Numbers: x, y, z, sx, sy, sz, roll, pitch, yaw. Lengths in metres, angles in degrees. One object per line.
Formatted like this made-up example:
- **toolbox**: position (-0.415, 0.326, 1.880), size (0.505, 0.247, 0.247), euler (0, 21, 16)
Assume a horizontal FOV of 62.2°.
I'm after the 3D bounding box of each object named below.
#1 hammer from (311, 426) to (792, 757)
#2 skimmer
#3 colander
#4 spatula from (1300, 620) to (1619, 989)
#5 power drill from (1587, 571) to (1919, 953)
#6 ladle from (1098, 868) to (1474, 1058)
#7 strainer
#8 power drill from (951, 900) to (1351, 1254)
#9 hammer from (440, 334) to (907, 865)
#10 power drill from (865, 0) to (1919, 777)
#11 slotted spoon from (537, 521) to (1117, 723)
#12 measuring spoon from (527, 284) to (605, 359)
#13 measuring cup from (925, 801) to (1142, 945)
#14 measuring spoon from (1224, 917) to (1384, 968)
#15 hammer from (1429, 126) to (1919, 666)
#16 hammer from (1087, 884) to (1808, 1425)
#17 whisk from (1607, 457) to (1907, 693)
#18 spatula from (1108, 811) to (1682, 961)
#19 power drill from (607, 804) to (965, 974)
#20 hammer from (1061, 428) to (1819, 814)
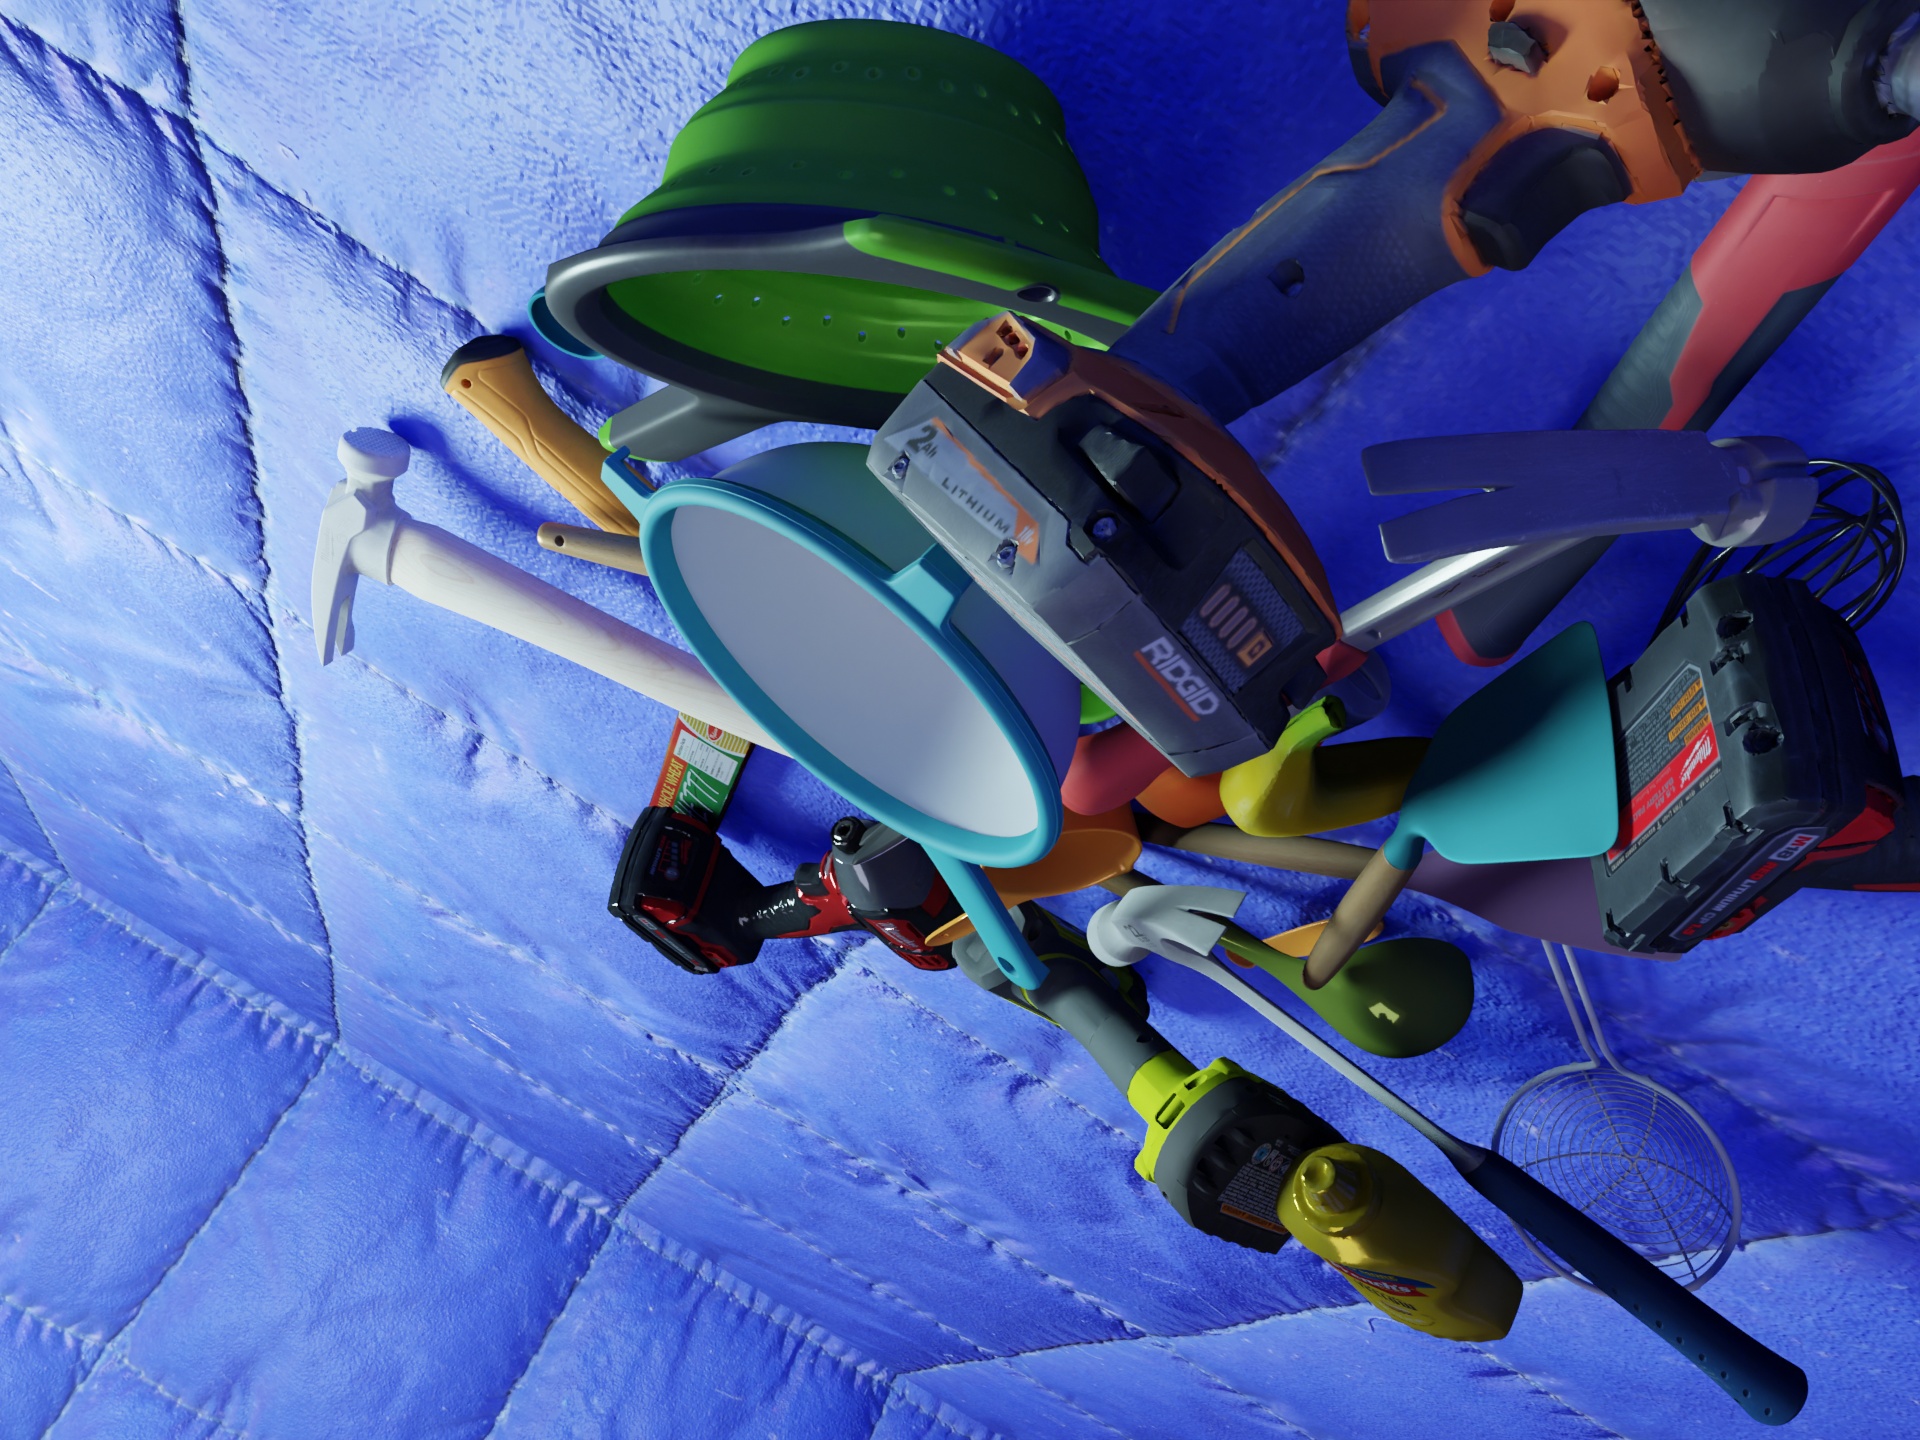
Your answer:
- **hammer**: position (-0.180, -0.024, 0.908), size (0.410, 0.038, 0.146), euler (23, 117, 5)
- **skimmer**: position (0.287, 0.156, 0.760), size (0.127, 0.090, 0.362), euler (4, 141, 38)
- **colander**: position (-0.064, -0.162, 0.589), size (0.204, 0.094, 0.397), euler (8, 178, -28)
- **spatula**: position (0.186, 0.065, 0.653), size (0.044, 0.082, 0.317), euler (3, 156, 1)
- **power drill**: position (0.325, 0.014, 0.474), size (0.226, 0.080, 0.187), euler (5, 149, -3)
- **ladle**: position (0.121, 0.092, 0.866), size (0.320, 0.062, 0.078), euler (25, 142, 25)
- **strainer**: position (-0.001, -0.002, 0.697), size (0.211, 0.095, 0.340), euler (22, 153, 38)
- **power drill**: position (0.110, 0.193, 0.908), size (0.171, 0.080, 0.223), euler (34, -175, -45)
- **hammer**: position (-0.128, -0.066, 0.816), size (0.336, 0.034, 0.127), euler (41, 118, -12)
- **power drill**: position (0.099, -0.099, 0.360), size (0.084, 0.226, 0.164), euler (44, -178, -37)
- **slotted spoon**: position (-0.059, -0.059, 0.755), size (0.314, 0.031, 0.070), euler (13, 105, 13)
- **measuring spoon**: position (-0.132, -0.178, 0.710), size (0.128, 0.021, 0.042), euler (10, 152, 15)
- **measuring cup**: position (0.025, 0.071, 0.860), size (0.095, 0.052, 0.173), euler (7, 150, -33)
- **measuring spoon**: position (0.189, 0.119, 0.877), size (0.021, 0.011, 0.117), euler (46, 144, -13)
- **hammer**: position (0.238, -0.121, 0.440), size (0.143, 0.038, 0.386), euler (25, 150, 6)
- **hammer**: position (0.244, 0.210, 0.780), size (0.405, 0.035, 0.144), euler (37, 163, 0)
- **whisk**: position (0.243, -0.012, 0.570), size (0.055, 0.055, 0.238), euler (31, 146, 0)
- **spatula**: position (0.180, 0.064, 0.744), size (0.316, 0.018, 0.059), euler (6, 128, 52)
- **power drill**: position (-0.109, 0.108, 1.025), size (0.220, 0.079, 0.143), euler (-4, 145, 28)
- **hammer**: position (0.111, -0.018, 0.575), size (0.149, 0.037, 0.359), euler (-6, 168, -23)
